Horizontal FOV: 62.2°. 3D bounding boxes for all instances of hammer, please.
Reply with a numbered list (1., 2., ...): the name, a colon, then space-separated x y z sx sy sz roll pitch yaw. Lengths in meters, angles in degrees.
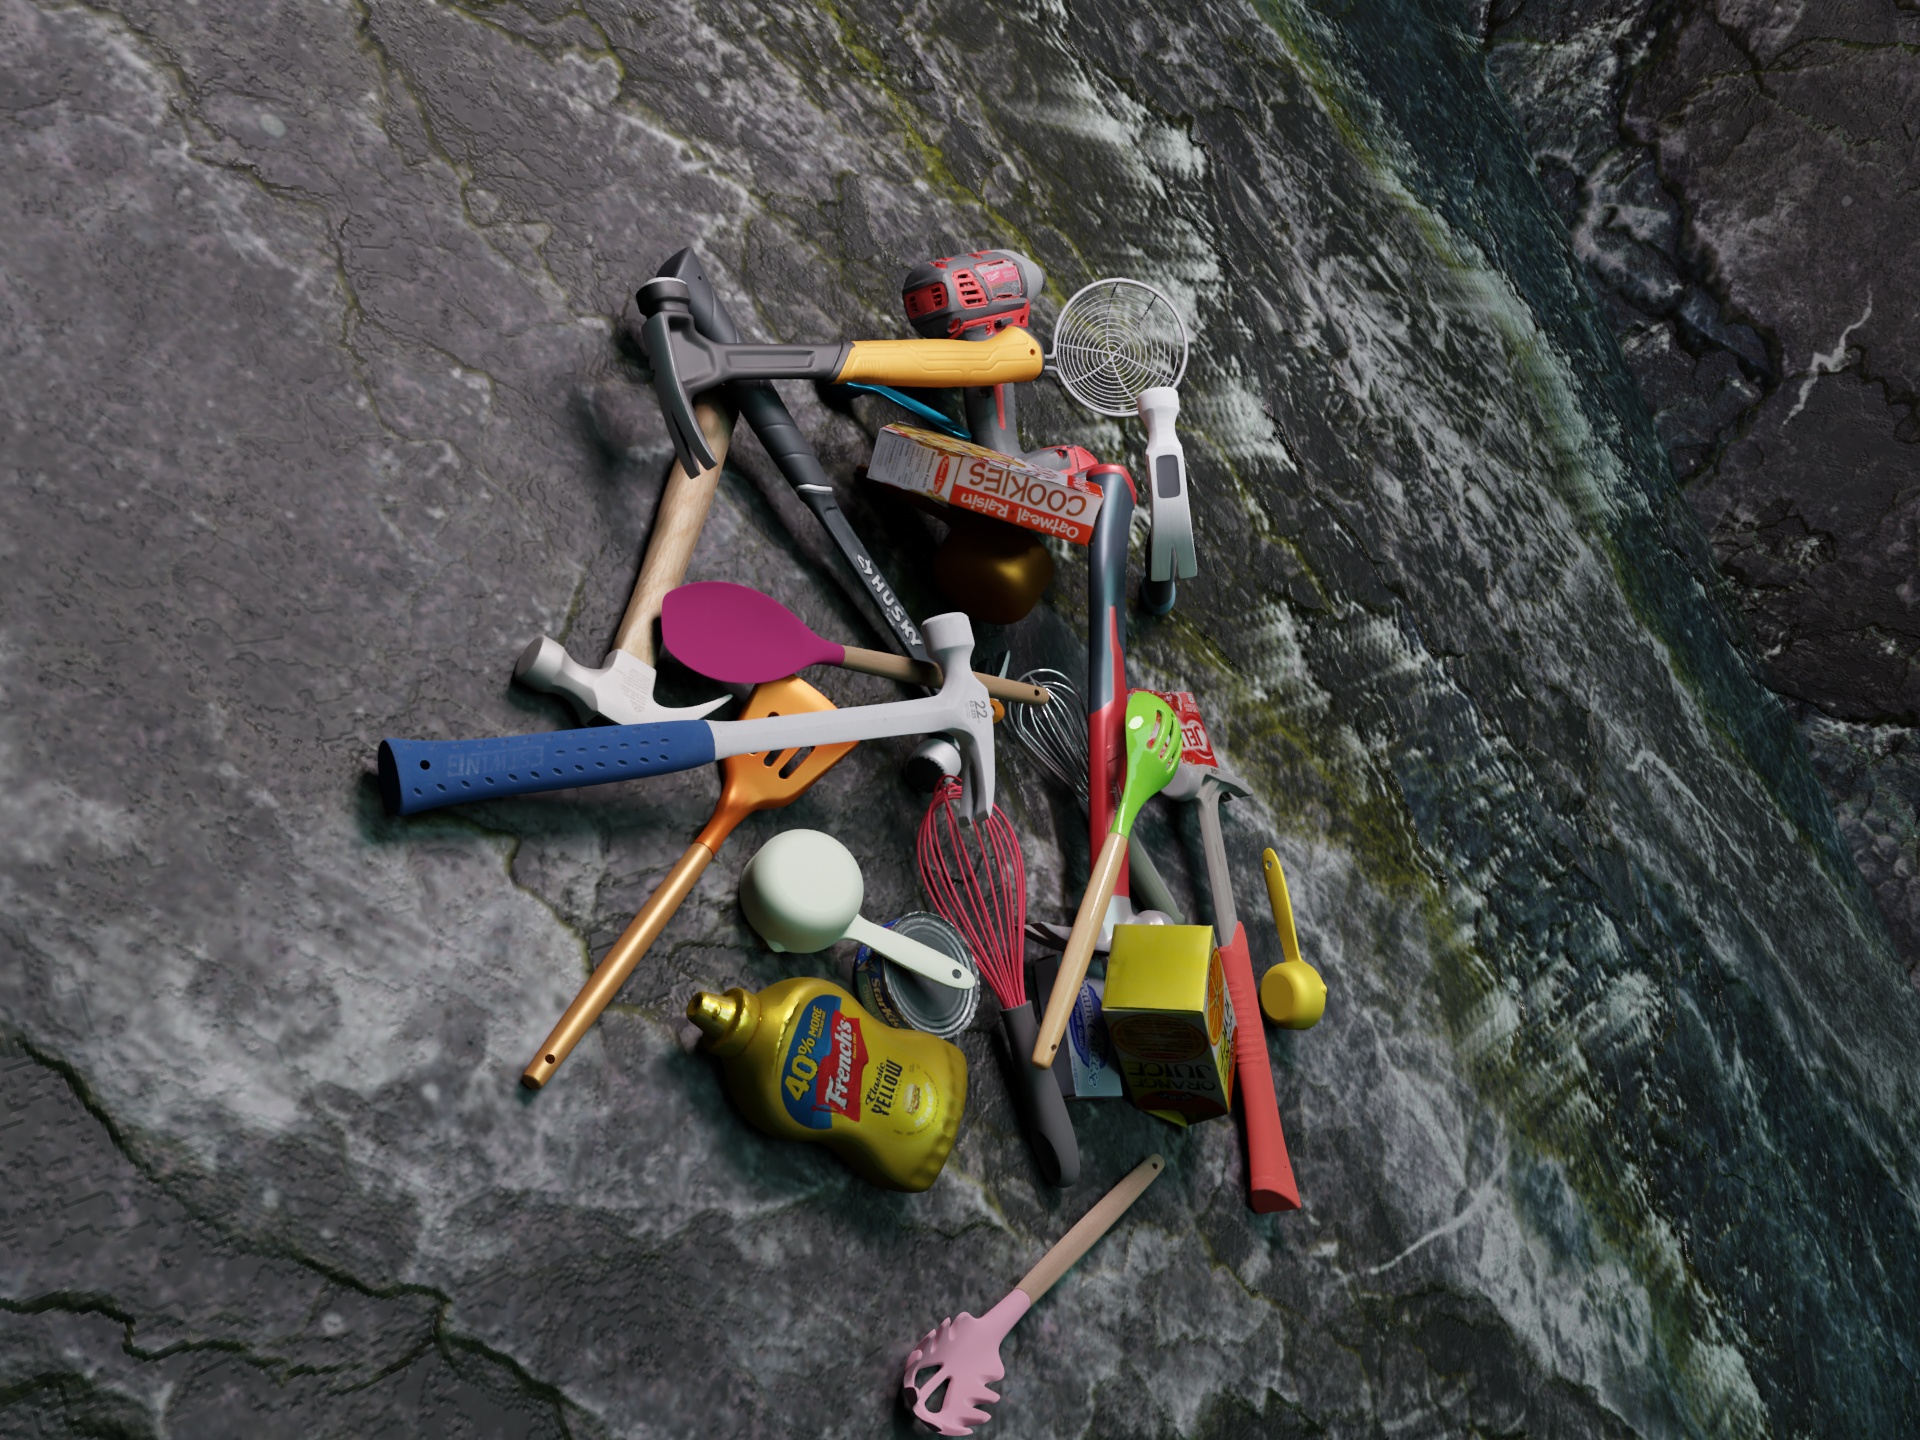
1. hammer: -0.090 -0.150 1.134 0.408 0.036 0.149 58 38 -16
2. hammer: -0.142 0.017 0.966 0.405 0.035 0.144 -7 79 -37
3. hammer: 0.230 0.214 1.298 0.149 0.037 0.359 19 58 -57
4. hammer: -0.186 -0.125 1.056 0.130 0.031 0.332 34 48 -29
5. hammer: -0.066 -0.245 1.120 0.336 0.034 0.127 -12 87 -40
6. hammer: 0.102 -0.016 1.216 0.143 0.038 0.386 12 72 -39
7. hammer: 0.162 -0.146 1.281 0.331 0.033 0.128 60 25 -78

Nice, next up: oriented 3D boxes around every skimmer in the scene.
1. skimmer: 0.064 -0.317 1.373 0.363 0.090 0.127 -18 97 -48

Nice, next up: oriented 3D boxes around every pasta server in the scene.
1. pasta server: 0.060 0.365 1.049 0.316 0.040 0.060 -25 78 -51

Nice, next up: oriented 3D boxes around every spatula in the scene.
1. spatula: -0.164 0.091 0.957 0.081 0.041 0.323 40 46 -8

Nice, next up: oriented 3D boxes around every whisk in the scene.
1. whisk: 0.113 0.067 1.258 0.059 0.058 0.246 -33 102 -7
2. whisk: 0.032 0.179 1.105 0.073 0.073 0.296 -12 84 -49

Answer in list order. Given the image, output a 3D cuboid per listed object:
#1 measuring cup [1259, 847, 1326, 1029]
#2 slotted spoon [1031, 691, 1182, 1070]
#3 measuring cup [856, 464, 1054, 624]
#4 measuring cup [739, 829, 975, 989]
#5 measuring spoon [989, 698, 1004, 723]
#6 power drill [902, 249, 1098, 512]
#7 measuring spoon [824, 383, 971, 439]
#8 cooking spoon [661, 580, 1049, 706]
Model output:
1. measuring cup: 0.268 0.184 1.345 0.029 0.062 0.157 2 70 -33
2. slotted spoon: 0.107 0.107 1.140 0.070 0.031 0.314 46 53 -33
3. measuring cup: -0.014 -0.134 1.220 0.173 0.095 0.052 30 66 -5
4. measuring cup: -0.059 0.126 1.011 0.167 0.038 0.083 28 50 -8
5. measuring spoon: -0.002 -0.004 1.144 0.117 0.011 0.021 -7 83 -57
6. power drill: 0.040 -0.270 1.286 0.143 0.078 0.219 -27 105 -43
7. measuring spoon: -0.052 -0.242 1.235 0.128 0.021 0.042 27 31 -3
8. cooking spoon: -0.062 -0.039 1.085 0.318 0.017 0.069 10 66 -37
